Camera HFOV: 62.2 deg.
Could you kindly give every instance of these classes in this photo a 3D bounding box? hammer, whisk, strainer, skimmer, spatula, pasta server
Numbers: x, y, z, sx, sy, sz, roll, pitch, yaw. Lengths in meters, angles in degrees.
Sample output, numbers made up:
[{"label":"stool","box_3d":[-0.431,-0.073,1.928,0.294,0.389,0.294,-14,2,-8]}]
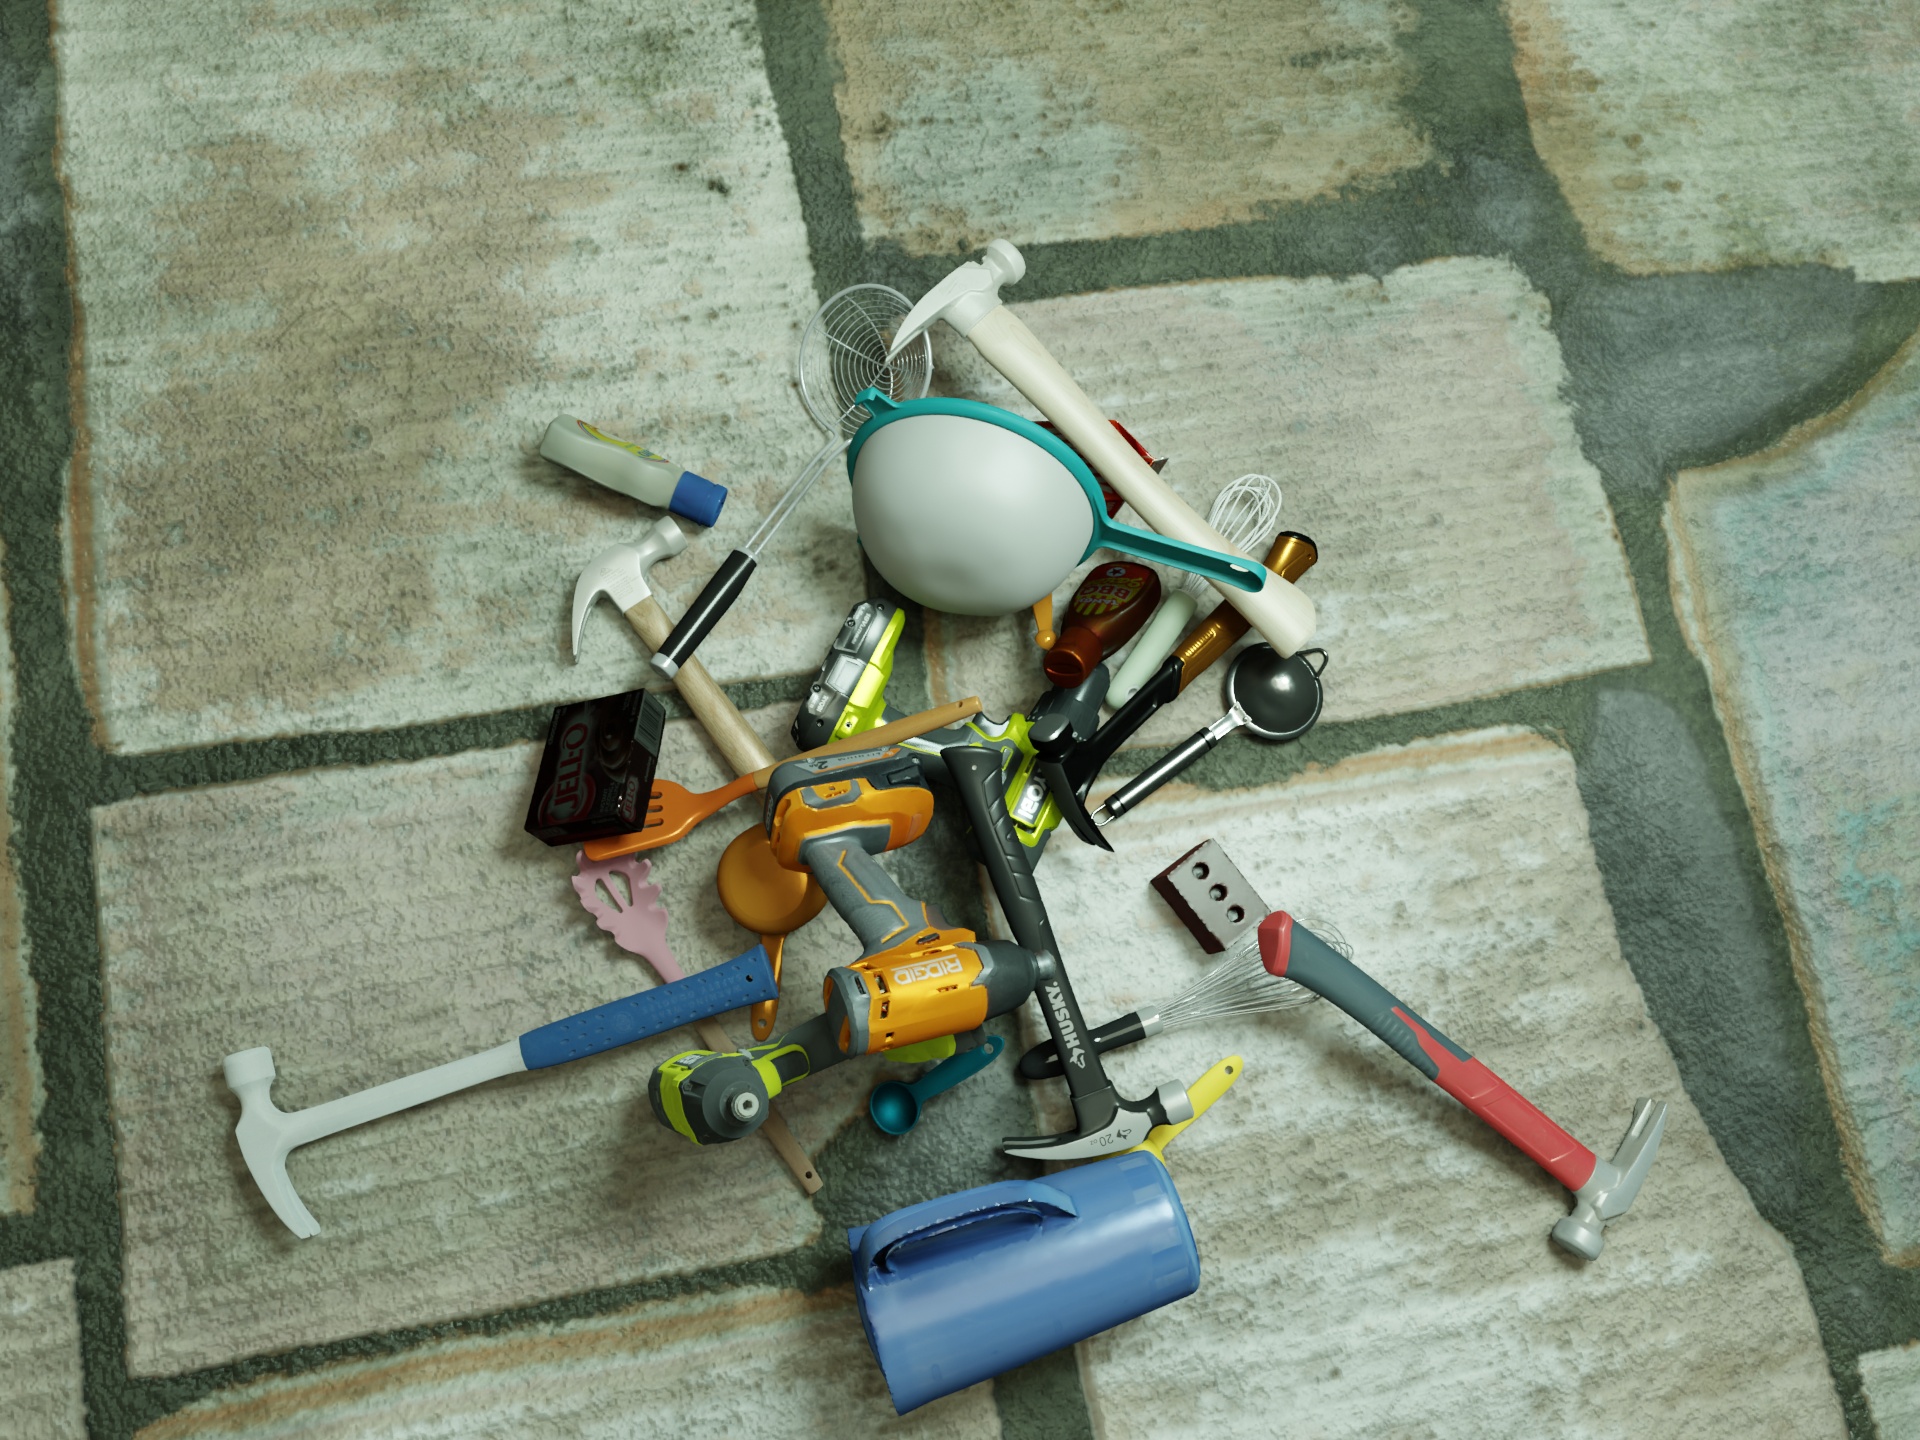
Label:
[{"label":"hammer","box_3d":[-0.333,0.256,1.181,0.405,0.035,0.144,-18,81,-3]},{"label":"hammer","box_3d":[0.392,0.259,1.248,0.386,0.038,0.143,38,75,-12]},{"label":"hammer","box_3d":[-0.195,0.000,1.278,0.130,0.031,0.331,-35,84,-13]},{"label":"whisk","box_3d":[0.194,-0.110,1.347,0.059,0.057,0.246,27,76,35]},{"label":"hammer","box_3d":[0.189,-0.042,1.302,0.337,0.034,0.127,-43,125,-25]},{"label":"hammer","box_3d":[0.122,-0.200,1.277,0.410,0.038,0.146,46,71,1]},{"label":"strainer","box_3d":[0.061,-0.126,1.222,0.340,0.210,0.095,17,61,6]},{"label":"whisk","box_3d":[0.180,0.228,1.266,0.284,0.070,0.070,-19,81,-5]},{"label":"skimmer","box_3d":[-0.146,-0.195,1.280,0.127,0.090,0.363,25,68,22]},{"label":"hammer","box_3d":[0.054,0.175,1.217,0.146,0.035,0.335,-21,92,-1]},{"label":"strainer","box_3d":[0.213,0.011,1.323,0.258,0.050,0.087,-36,83,-9]},{"label":"spatula","box_3d":[-0.138,0.034,1.214,0.322,0.041,0.081,-19,52,11]},{"label":"pasta server","box_3d":[-0.199,0.229,1.225,0.060,0.040,0.316,-33,84,-22]}]

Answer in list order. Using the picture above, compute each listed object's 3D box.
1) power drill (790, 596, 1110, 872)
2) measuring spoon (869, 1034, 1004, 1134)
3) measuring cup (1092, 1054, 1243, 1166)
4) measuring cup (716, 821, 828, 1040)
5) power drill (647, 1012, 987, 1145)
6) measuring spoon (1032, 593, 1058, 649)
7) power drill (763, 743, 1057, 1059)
[{"label":"power drill","box_3d":[-0.002,-0.004,1.281,0.228,0.080,0.190,27,76,-3]},{"label":"measuring spoon","box_3d":[-0.014,0.274,1.220,0.128,0.021,0.042,-36,79,19]},{"label":"measuring cup","box_3d":[0.169,0.319,1.252,0.156,0.029,0.062,-42,85,-11]},{"label":"measuring cup","box_3d":[-0.148,0.163,1.223,0.095,0.052,0.173,6,88,3]},{"label":"power drill","box_3d":[-0.102,0.240,1.151,0.223,0.171,0.080,-20,90,-25]},{"label":"measuring spoon","box_3d":[0.068,-0.103,1.315,0.021,0.011,0.117,11,46,-15]},{"label":"power drill","box_3d":[-0.039,0.125,1.133,0.164,0.084,0.227,-9,49,-22]}]
